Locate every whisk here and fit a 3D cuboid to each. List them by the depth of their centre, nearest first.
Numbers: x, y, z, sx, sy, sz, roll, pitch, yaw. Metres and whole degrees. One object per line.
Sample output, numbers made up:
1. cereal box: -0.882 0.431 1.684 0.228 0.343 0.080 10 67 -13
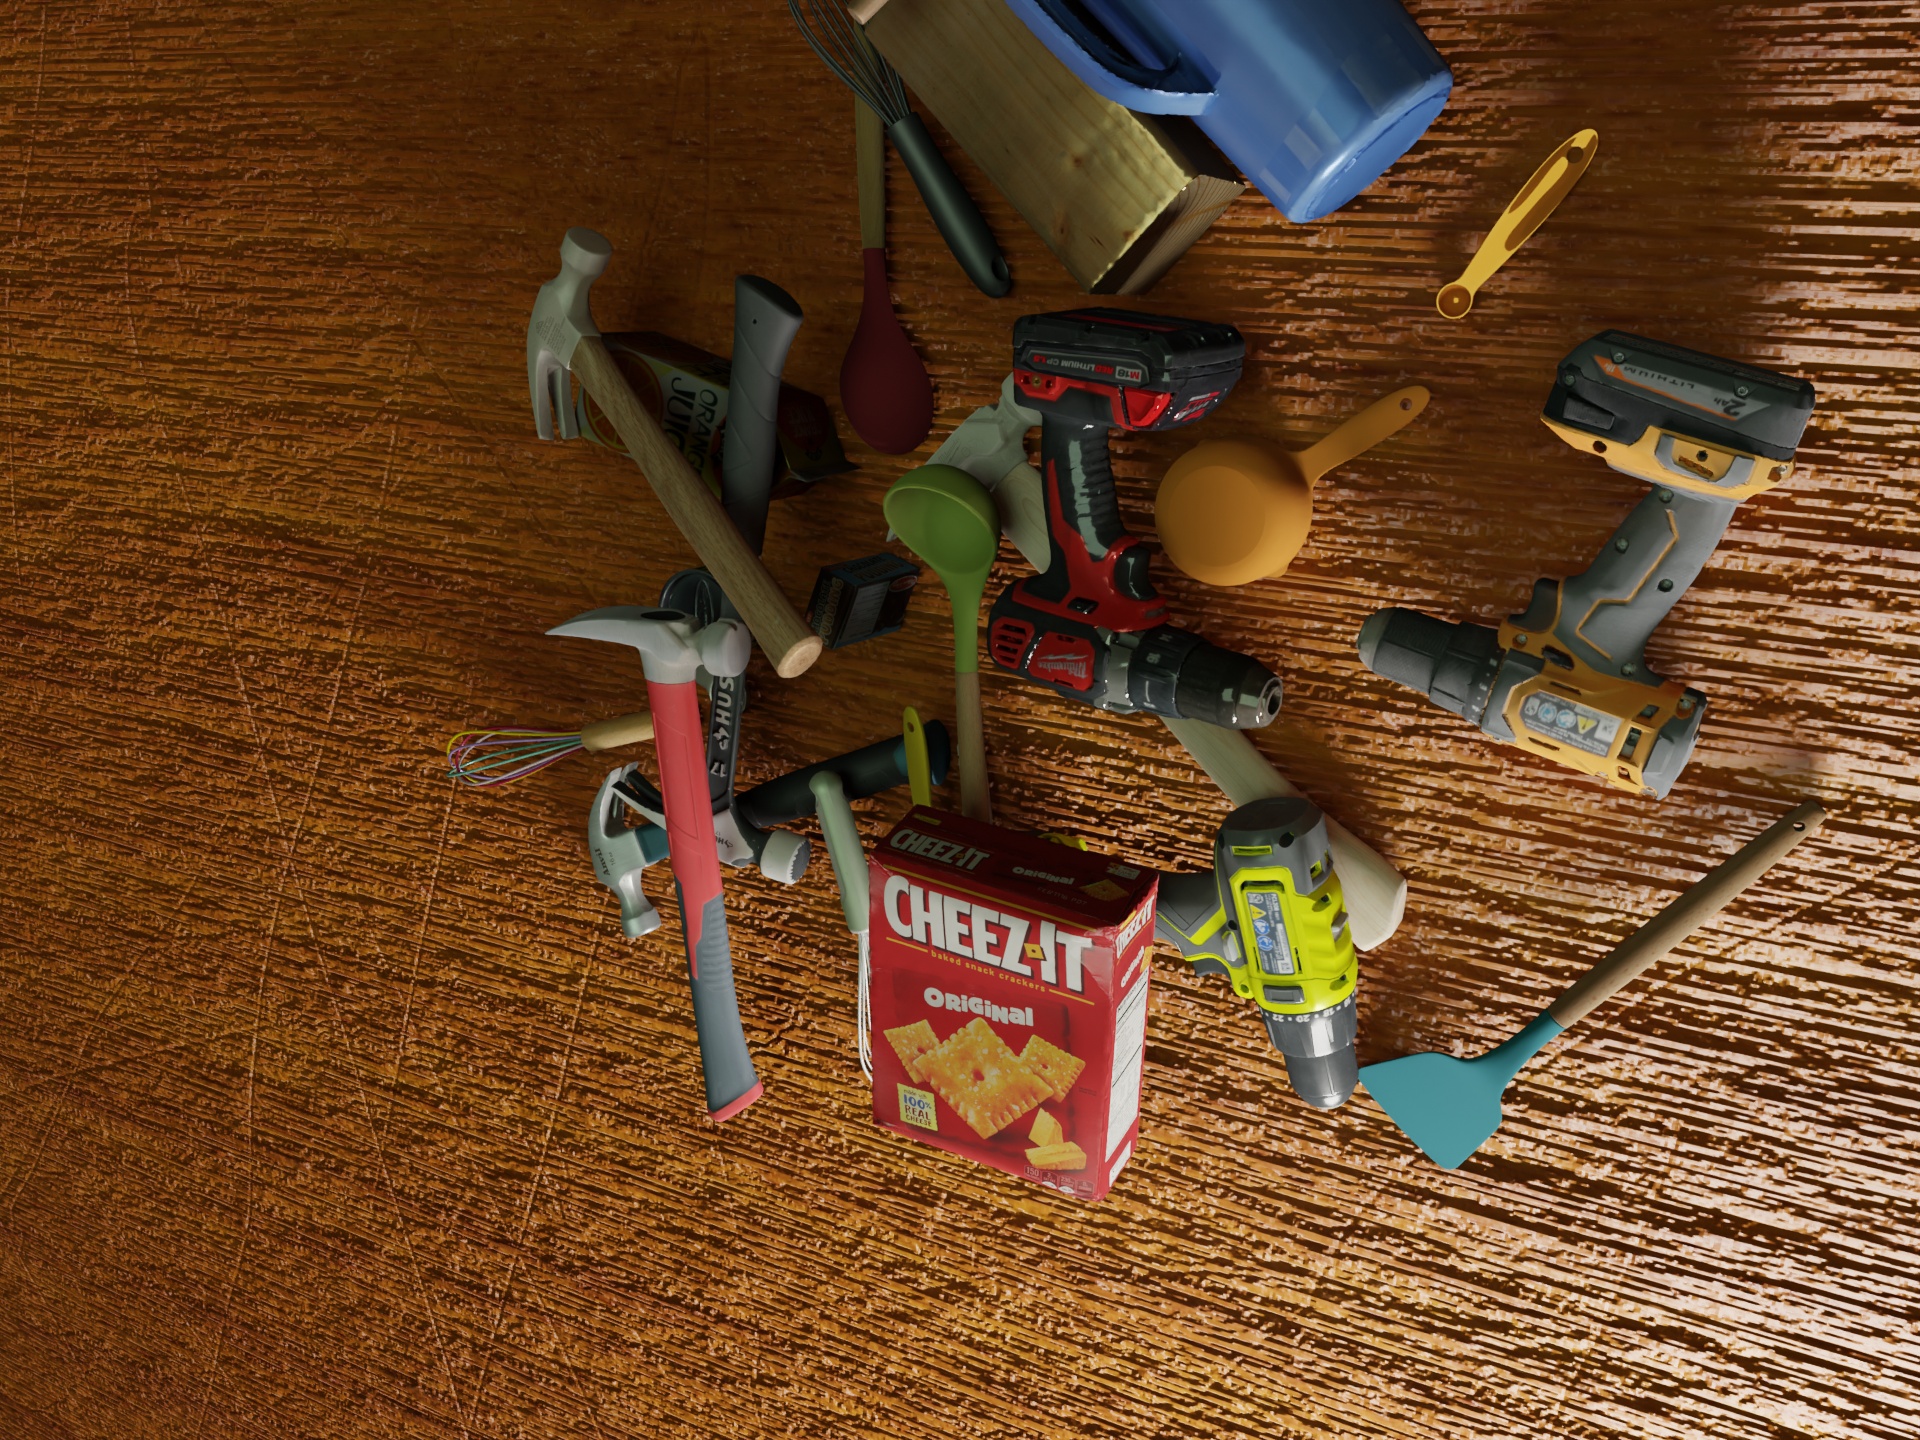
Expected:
1. whisk: -0.034 -0.366 0.975 0.055 0.055 0.239 -26 101 30
2. whisk: -0.065 0.151 1.115 0.059 0.058 0.246 -17 104 -9
3. whisk: -0.306 0.015 1.228 0.245 0.051 0.047 -11 92 27

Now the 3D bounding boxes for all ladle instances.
1. ladle: -0.002 -0.003 1.012 0.078 0.062 0.320 7 108 36
2. ladle: -0.054 -0.329 1.018 0.069 0.031 0.315 4 103 26

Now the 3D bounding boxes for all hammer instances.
1. hammer: 0.121 -0.020 0.996 0.411 0.038 0.146 51 121 8
2. hammer: -0.185 -0.155 1.001 0.332 0.031 0.130 54 130 23
3. hammer: -0.151 -0.086 1.049 0.149 0.036 0.408 18 118 16
4. hammer: -0.197 0.108 1.111 0.143 0.038 0.386 7 114 23
5. hammer: -0.145 0.064 1.160 0.331 0.033 0.128 -19 95 30

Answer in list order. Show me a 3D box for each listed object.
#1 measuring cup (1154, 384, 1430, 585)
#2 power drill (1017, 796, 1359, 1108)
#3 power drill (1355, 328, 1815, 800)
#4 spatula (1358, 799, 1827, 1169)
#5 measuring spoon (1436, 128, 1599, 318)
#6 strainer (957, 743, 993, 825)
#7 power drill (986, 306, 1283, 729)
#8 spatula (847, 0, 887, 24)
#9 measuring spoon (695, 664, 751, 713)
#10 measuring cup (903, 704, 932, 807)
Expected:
1. measuring cup: 0.189 -0.142 0.918 0.173 0.052 0.095 -31 87 32
2. power drill: 0.135 0.147 0.990 0.228 0.080 0.190 -4 109 34
3. power drill: 0.326 -0.089 0.848 0.185 0.084 0.226 23 117 23
4. spatula: 0.364 0.151 0.919 0.082 0.044 0.317 47 114 10
5. measuring spoon: 0.300 -0.266 0.855 0.021 0.011 0.117 44 115 13
6. strainer: 0.017 0.124 1.087 0.087 0.050 0.258 -4 98 16
7. power drill: 0.104 -0.109 0.900 0.188 0.080 0.226 19 117 35
8. spatula: 0.049 -0.499 0.856 0.060 0.018 0.316 43 93 12
9. measuring spoon: -0.197 -0.044 1.174 0.124 0.018 0.034 37 117 23
10. measuring cup: -0.035 0.063 1.064 0.062 0.029 0.156 25 130 43
